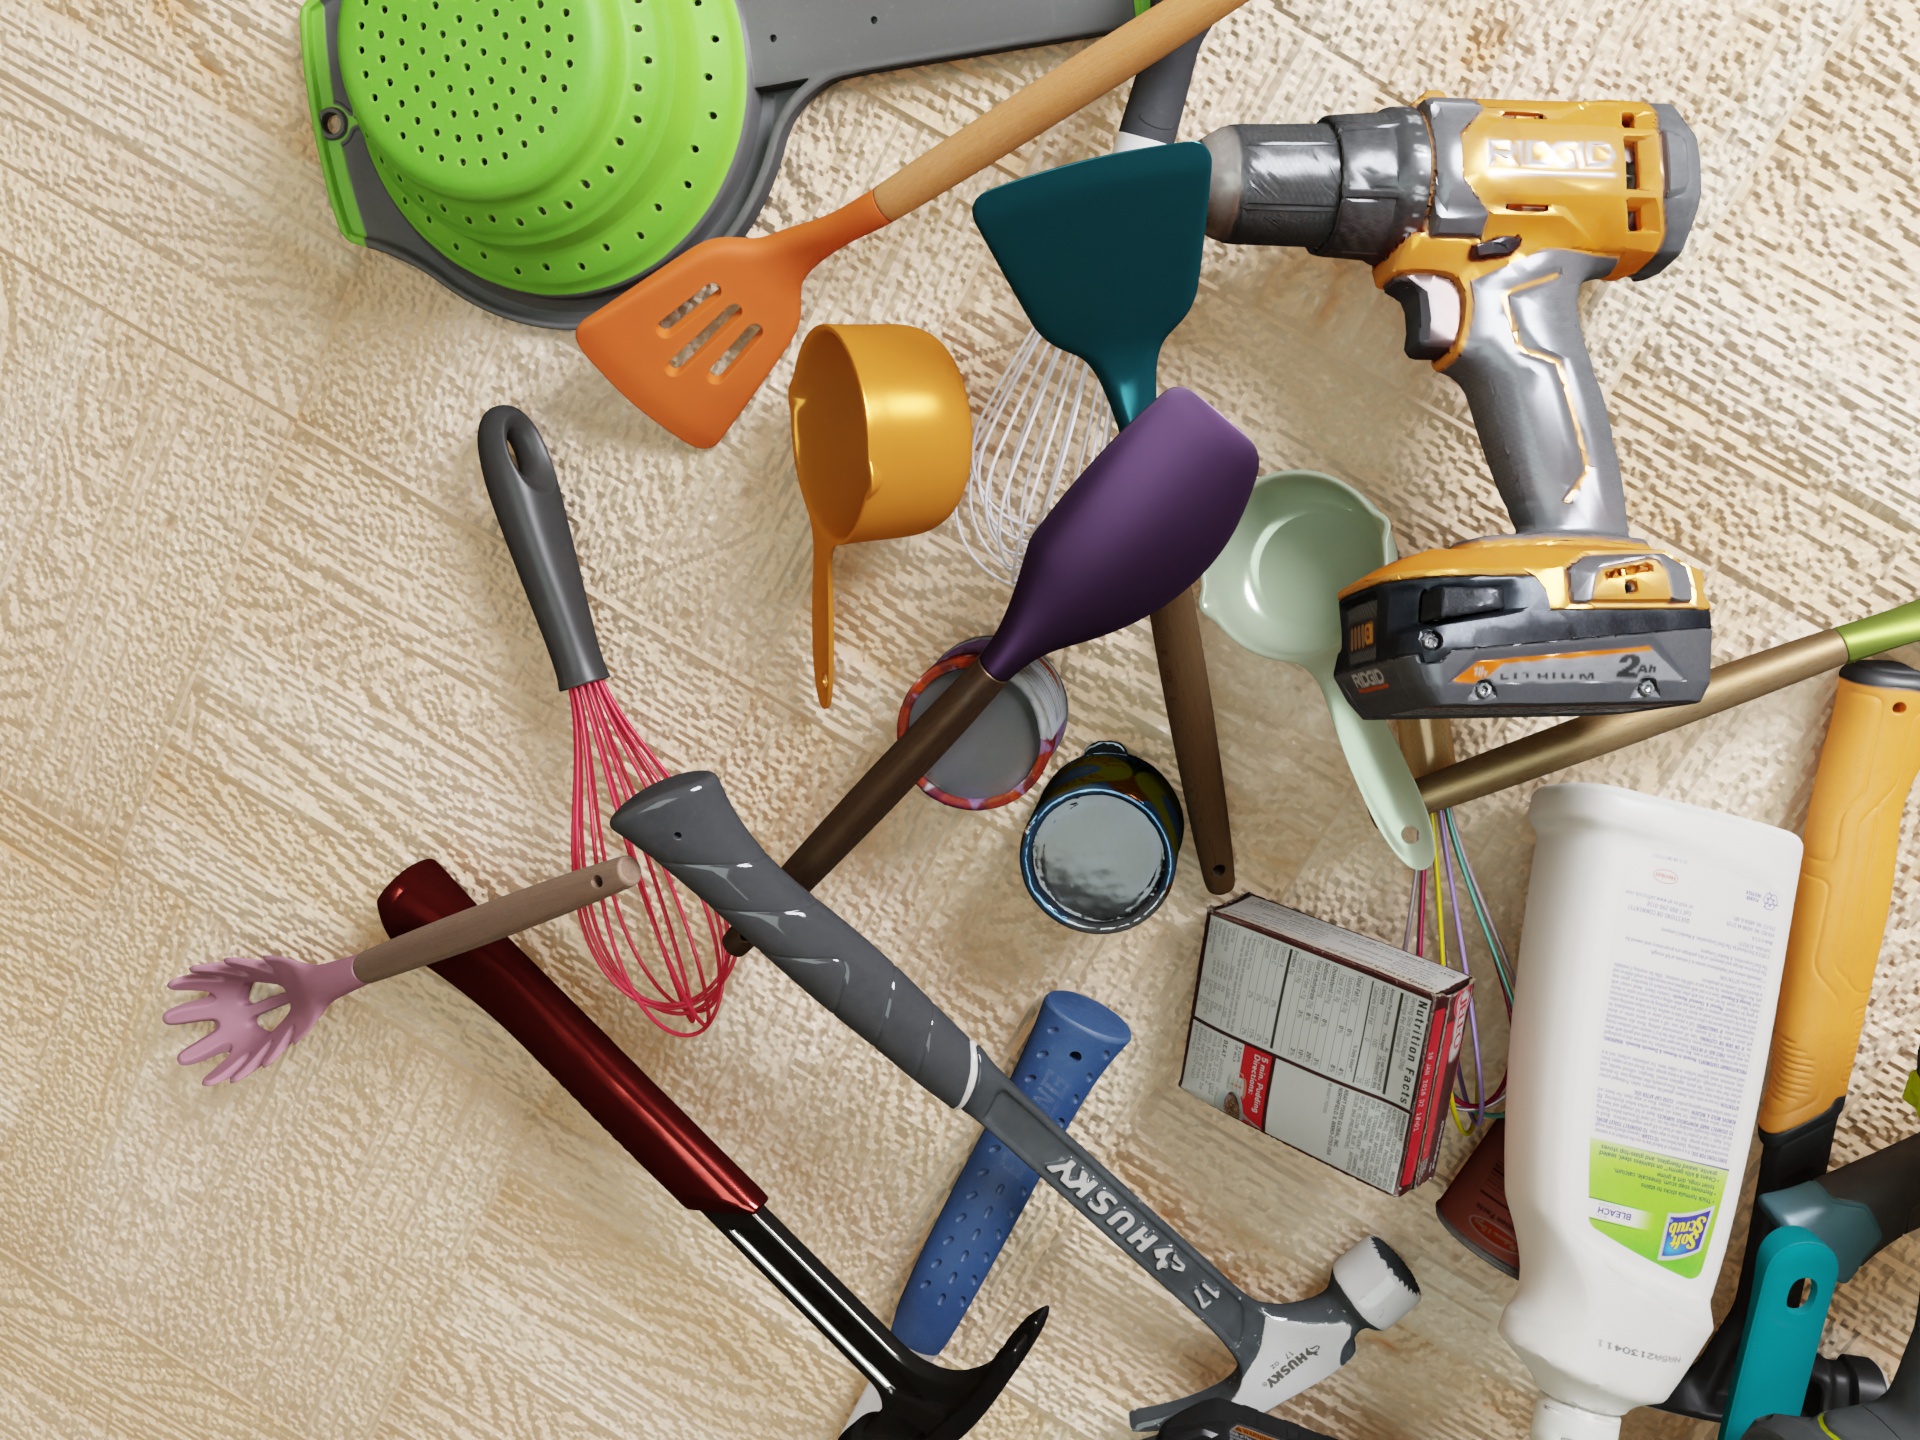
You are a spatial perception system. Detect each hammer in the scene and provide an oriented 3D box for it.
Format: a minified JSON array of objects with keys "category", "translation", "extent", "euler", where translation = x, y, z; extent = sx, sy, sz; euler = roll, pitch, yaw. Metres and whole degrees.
[{"category":"hammer","translation":[-0.128,0.189,0.722],"extent":[0.359,0.037,0.149],"euler":[42,124,10]},{"category":"hammer","translation":[0.012,0.168,0.684],"extent":[0.149,0.036,0.408],"euler":[-44,103,11]},{"category":"hammer","translation":[-0.032,0.305,0.766],"extent":[0.144,0.035,0.405],"euler":[26,105,4]},{"category":"hammer","translation":[0.346,0.140,0.663],"extent":[0.127,0.034,0.336],"euler":[6,103,8]},{"category":"hammer","translation":[0.475,0.135,0.618],"extent":[0.331,0.033,0.128],"euler":[-27,95,7]}]

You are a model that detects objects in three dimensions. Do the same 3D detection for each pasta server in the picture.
[{"category":"pasta server","translation":[-0.260,0.109,0.722],"extent":[0.316,0.040,0.060],"euler":[-21,89,33]}]

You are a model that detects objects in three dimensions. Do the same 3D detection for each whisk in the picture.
[{"category":"whisk","translation":[-0.163,0.002,0.715],"extent":[0.073,0.073,0.296],"euler":[-16,94,13]},{"category":"whisk","translation":[0.200,0.055,0.661],"extent":[0.047,0.051,0.245],"euler":[-12,96,-30]},{"category":"whisk","translation":[0.062,-0.186,0.621],"extent":[0.070,0.070,0.284],"euler":[18,107,6]}]

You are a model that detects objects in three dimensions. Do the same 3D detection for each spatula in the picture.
[{"category":"spatula","translation":[0.078,-0.059,0.619],"extent":[0.082,0.044,0.317],"euler":[-12,116,6]},{"category":"spatula","translation":[-0.011,-0.205,0.613],"extent":[0.322,0.041,0.080],"euler":[-22,135,30]},{"category":"spatula","translation":[-0.001,-0.002,0.634],"extent":[0.059,0.018,0.316],"euler":[39,116,-11]}]

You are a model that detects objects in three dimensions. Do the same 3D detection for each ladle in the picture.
[{"category":"ladle","translation":[0.307,-0.026,0.605],"extent":[0.320,0.078,0.062],"euler":[-21,137,10]}]

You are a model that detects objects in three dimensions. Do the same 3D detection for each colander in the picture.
[{"category":"colander","translation":[-0.098,-0.269,0.622],"extent":[0.397,0.094,0.204],"euler":[-5,101,12]}]

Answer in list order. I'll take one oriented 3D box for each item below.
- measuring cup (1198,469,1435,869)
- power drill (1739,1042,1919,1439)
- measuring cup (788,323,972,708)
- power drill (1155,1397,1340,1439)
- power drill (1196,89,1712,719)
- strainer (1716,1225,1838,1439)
[{"category":"measuring cup","translation":[0.156,-0.020,0.640],"extent":[0.083,0.038,0.168],"euler":[-25,82,26]},{"category":"power drill","translation":[0.402,0.225,0.578],"extent":[0.190,0.080,0.228],"euler":[10,101,-10]},{"category":"measuring cup","translation":[-0.034,-0.082,0.670],"extent":[0.052,0.095,0.173],"euler":[-10,126,-23]},{"category":"power drill","translation":[0.110,0.422,0.709],"extent":[0.171,0.080,0.223],"euler":[21,110,1]},{"category":"power drill","translation":[0.175,-0.115,0.575],"extent":[0.185,0.084,0.226],"euler":[-1,86,-8]},{"category":"strainer","translation":[0.302,0.351,0.681],"extent":[0.211,0.095,0.340],"euler":[5,104,-3]}]
